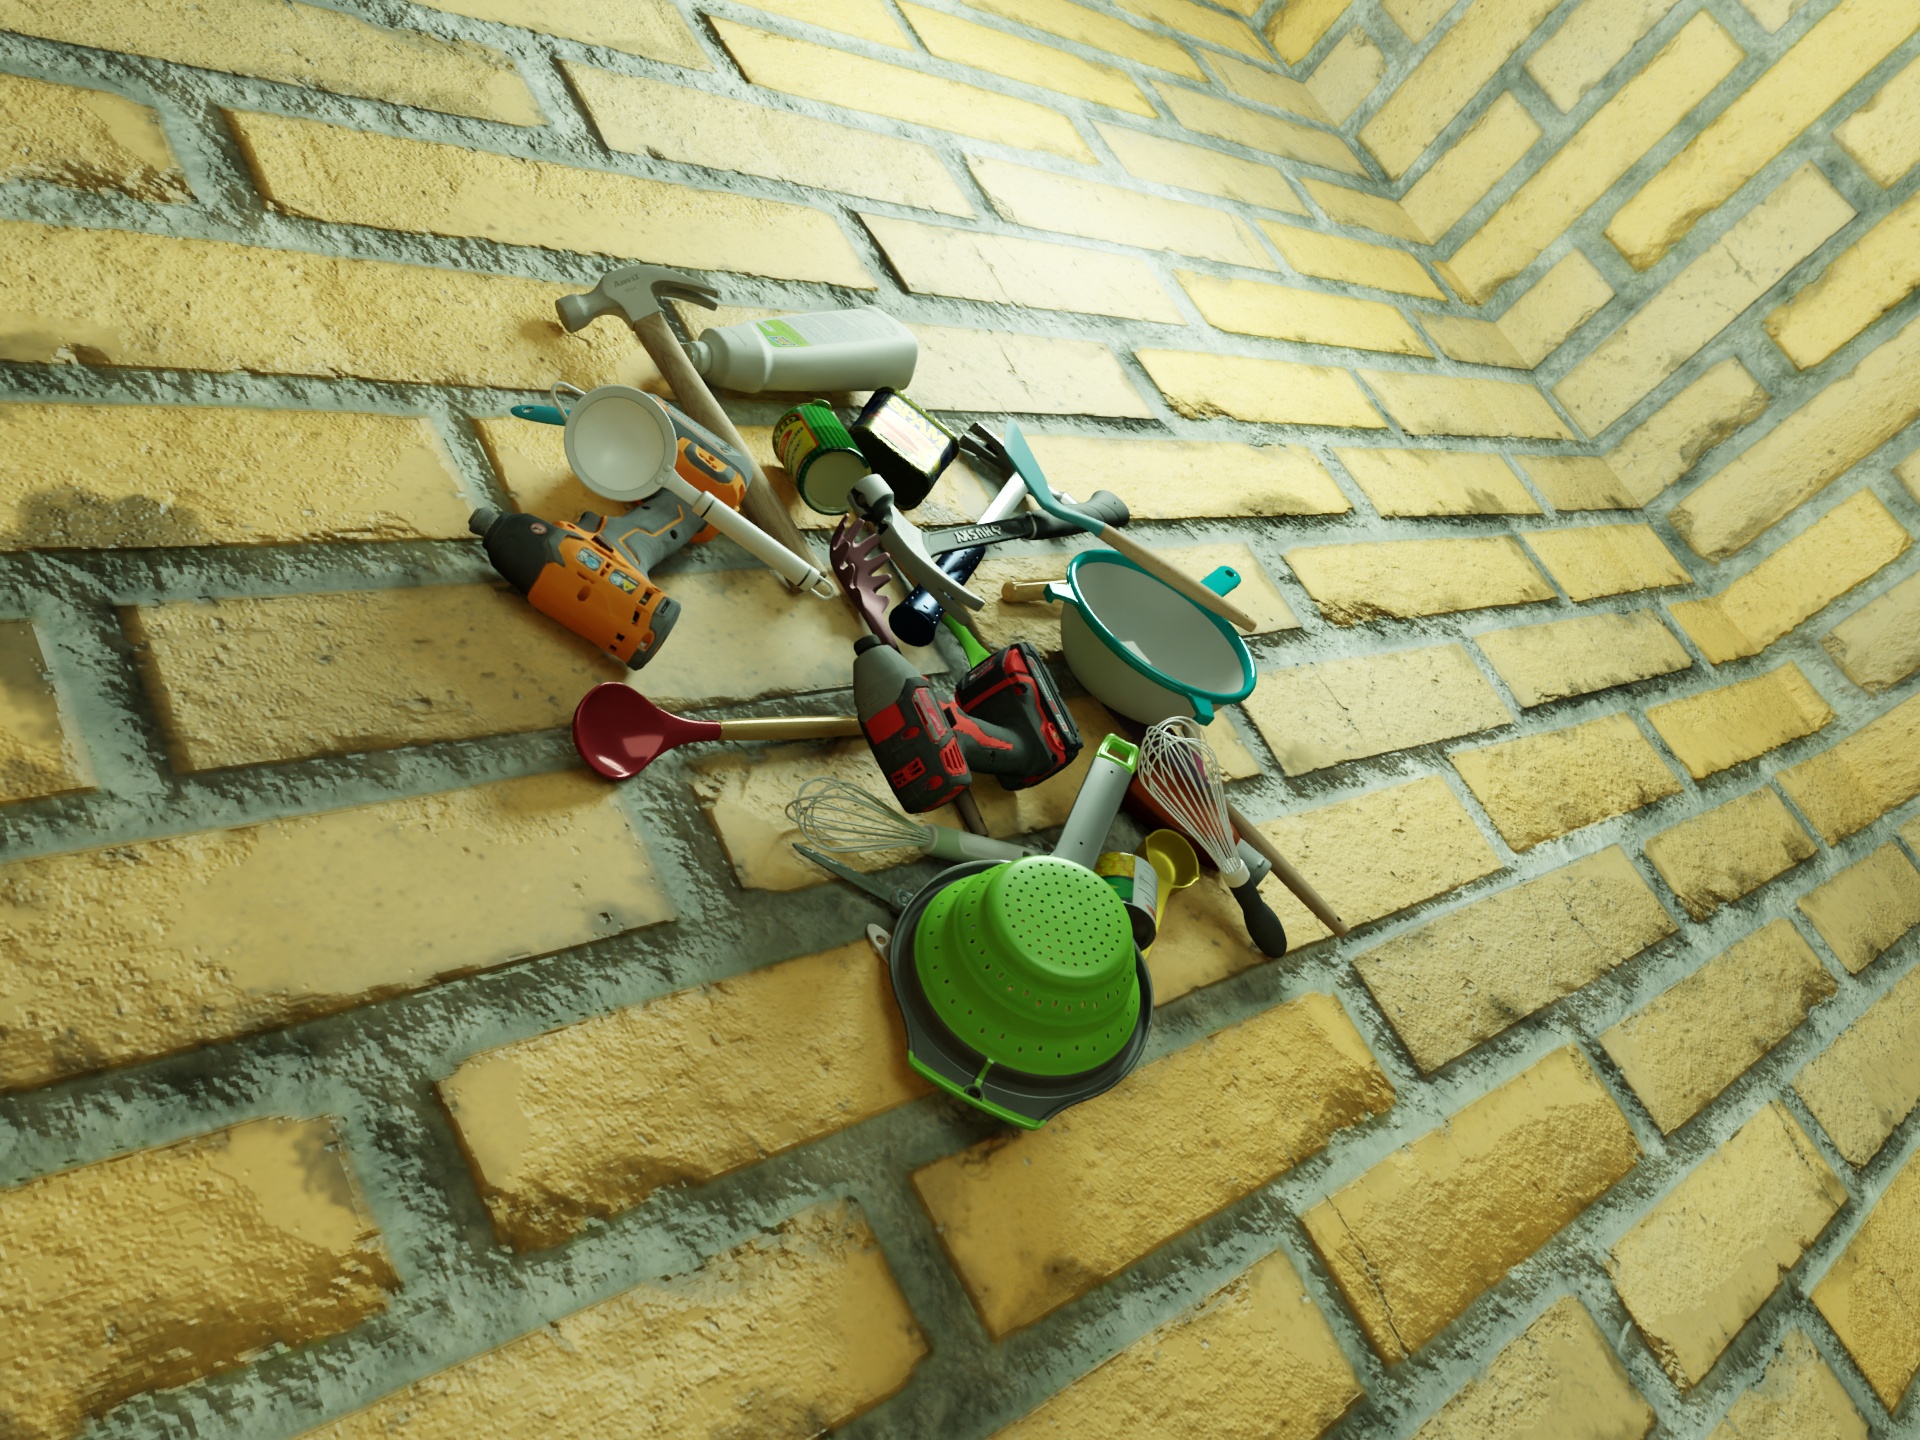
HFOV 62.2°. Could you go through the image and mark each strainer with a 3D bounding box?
[{"bbox_3d":[-0.201,-0.166,1.198,0.258,0.050,0.087,35,72,-16],"label":"strainer"},{"bbox_3d":[0.199,-0.081,1.576,0.211,0.095,0.340,40,30,9],"label":"strainer"}]

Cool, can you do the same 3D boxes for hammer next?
[{"bbox_3d":[0.011,-0.174,1.505,0.144,0.035,0.406,40,32,-5],"label":"hammer"},{"bbox_3d":[0.058,-0.178,1.497,0.149,0.036,0.409,53,32,12],"label":"hammer"},{"bbox_3d":[-0.212,-0.255,1.378,0.130,0.031,0.331,-30,82,-20],"label":"hammer"}]

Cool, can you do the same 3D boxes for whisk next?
[{"bbox_3d":[0.224,0.110,1.377,0.284,0.070,0.070,59,29,-30],"label":"whisk"},{"bbox_3d":[0.132,-0.134,1.612,0.245,0.051,0.047,-8,40,-42],"label":"whisk"},{"bbox_3d":[-0.031,0.090,1.239,0.246,0.059,0.058,17,57,-38],"label":"whisk"}]

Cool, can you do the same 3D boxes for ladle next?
[{"bbox_3d":[-0.164,0.005,1.207,0.315,0.031,0.069,-1,87,-47],"label":"ladle"}]

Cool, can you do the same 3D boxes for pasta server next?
[{"bbox_3d":[-0.042,-0.039,1.357,0.060,0.040,0.316,10,49,-56],"label":"pasta server"}]

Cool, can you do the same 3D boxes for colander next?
[{"bbox_3d":[0.085,0.116,1.206,0.204,0.094,0.397,27,43,2],"label":"colander"}]

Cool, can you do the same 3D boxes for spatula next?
[{"bbox_3d":[0.249,0.084,1.492,0.059,0.018,0.316,-18,58,-46],"label":"spatula"},{"bbox_3d":[0.162,-0.177,1.528,0.317,0.044,0.082,31,29,-13],"label":"spatula"}]

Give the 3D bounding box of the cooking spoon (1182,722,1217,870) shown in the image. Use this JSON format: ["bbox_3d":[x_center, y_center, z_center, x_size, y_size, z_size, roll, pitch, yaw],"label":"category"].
[{"bbox_3d":[0.229,0.016,1.571,0.068,0.017,0.319,25,42,-24],"label":"cooking spoon"}]

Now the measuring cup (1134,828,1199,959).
[{"bbox_3d":[0.162,0.160,1.377,0.062,0.029,0.157,37,50,-10],"label":"measuring cup"}]

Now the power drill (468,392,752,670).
[{"bbox_3d":[-0.267,-0.156,1.226,0.164,0.084,0.227,33,42,-12],"label":"power drill"}]

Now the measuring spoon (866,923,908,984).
[{"bbox_3d":[-0.032,0.200,1.165,0.124,0.018,0.034,50,37,18],"label":"measuring spoon"}]

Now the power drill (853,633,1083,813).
[{"bbox_3d":[-0.002,-0.004,1.282,0.219,0.078,0.143,-5,65,-58],"label":"power drill"}]

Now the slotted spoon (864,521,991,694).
[{"bbox_3d":[-0.025,-0.114,1.453,0.070,0.031,0.314,-20,68,-50],"label":"slotted spoon"}]

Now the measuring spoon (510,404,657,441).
[{"bbox_3d":[-0.288,-0.238,1.223,0.128,0.021,0.042,9,43,10],"label":"measuring spoon"}]
